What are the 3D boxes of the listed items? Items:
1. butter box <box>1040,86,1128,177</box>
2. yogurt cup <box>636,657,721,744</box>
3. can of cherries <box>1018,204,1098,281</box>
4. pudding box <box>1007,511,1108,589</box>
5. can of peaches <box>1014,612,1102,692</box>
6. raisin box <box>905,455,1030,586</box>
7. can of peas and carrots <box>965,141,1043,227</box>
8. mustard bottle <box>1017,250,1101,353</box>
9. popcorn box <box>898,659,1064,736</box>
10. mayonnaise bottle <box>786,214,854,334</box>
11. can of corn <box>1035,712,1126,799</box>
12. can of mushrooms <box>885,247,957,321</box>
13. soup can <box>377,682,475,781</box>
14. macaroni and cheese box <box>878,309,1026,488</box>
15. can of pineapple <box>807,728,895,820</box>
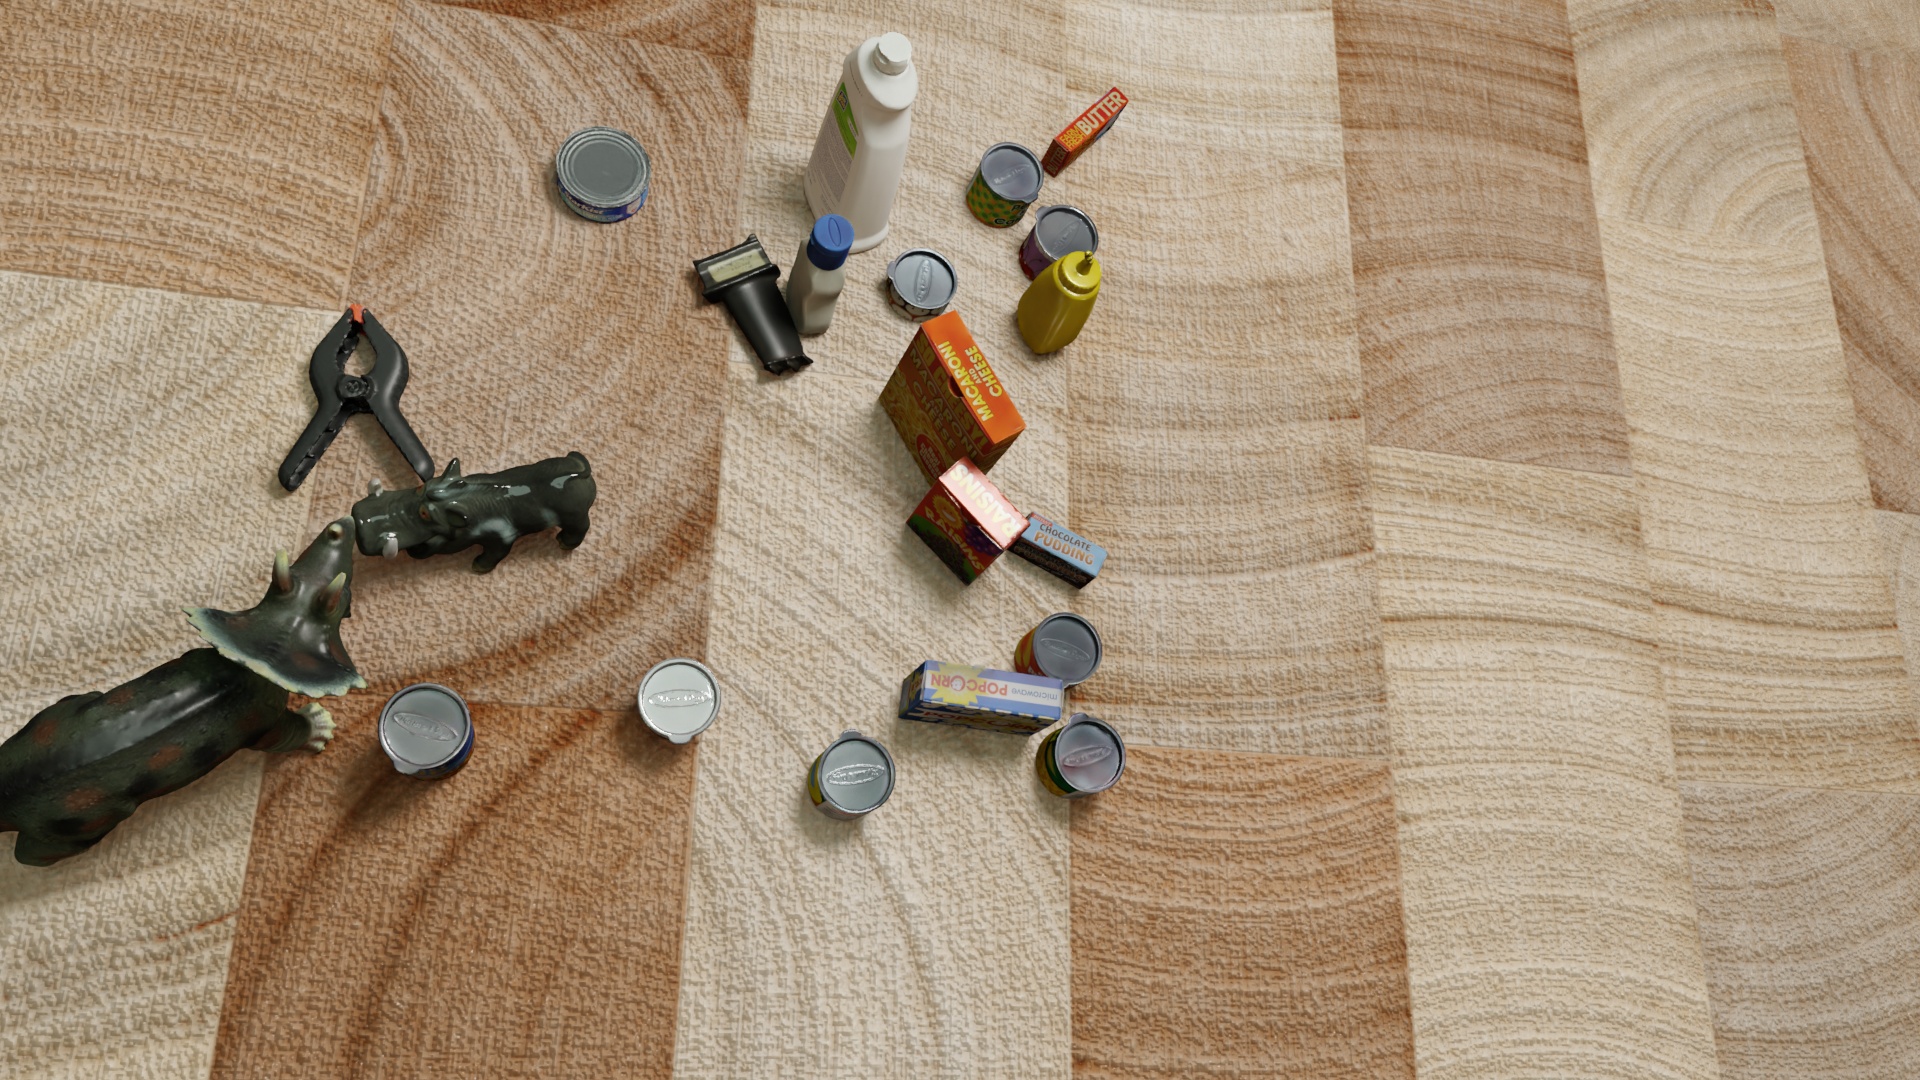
[{"bbox_3d":[0.129,-0.426,1.451,0.024,0.053,0.104,45,67,1],"label":"butter box"},{"bbox_3d":[-0.237,0.136,1.161,0.072,0.053,0.072,5,72,-15],"label":"yogurt cup"},{"bbox_3d":[0.096,-0.296,1.396,0.071,0.058,0.071,5,72,-15],"label":"can of cherries"},{"bbox_3d":[0.091,0.009,1.300,0.084,0.049,0.030,29,67,-6],"label":"pudding box"},{"bbox_3d":[0.087,0.106,1.263,0.071,0.058,0.071,5,72,-15],"label":"can of peaches"},{"bbox_3d":[0.004,-0.016,1.243,0.040,0.123,0.086,-42,88,-23],"label":"raisin box"},{"bbox_3d":[0.046,-0.356,1.400,0.071,0.058,0.071,5,72,-15],"label":"can of peas and carrots"},{"bbox_3d":[0.100,-0.234,1.321,0.049,0.159,0.065,-20,80,-21],"label":"mustard bottle"},{"bbox_3d":[0.017,0.139,1.217,0.127,0.085,0.038,10,71,-13],"label":"popcorn box"},{"bbox_3d":[-0.128,-0.245,1.265,0.041,0.147,0.065,-9,76,-19],"label":"mayonnaise bottle"},{"bbox_3d":[0.106,0.193,1.240,0.071,0.058,0.071,5,72,-15],"label":"can of corn"},{"bbox_3d":[-0.041,-0.250,1.354,0.071,0.033,0.071,5,71,-15],"label":"can of mushrooms"},{"bbox_3d":[-0.417,0.154,1.086,0.071,0.083,0.071,5,72,-15],"label":"soup can"},{"bbox_3d":[-0.011,-0.115,1.247,0.040,0.166,0.124,-28,82,-22],"label":"macaroni and cheese box"},{"bbox_3d":[-0.093,0.200,1.180,0.071,0.057,0.071,5,72,-15],"label":"can of pineapple"}]
